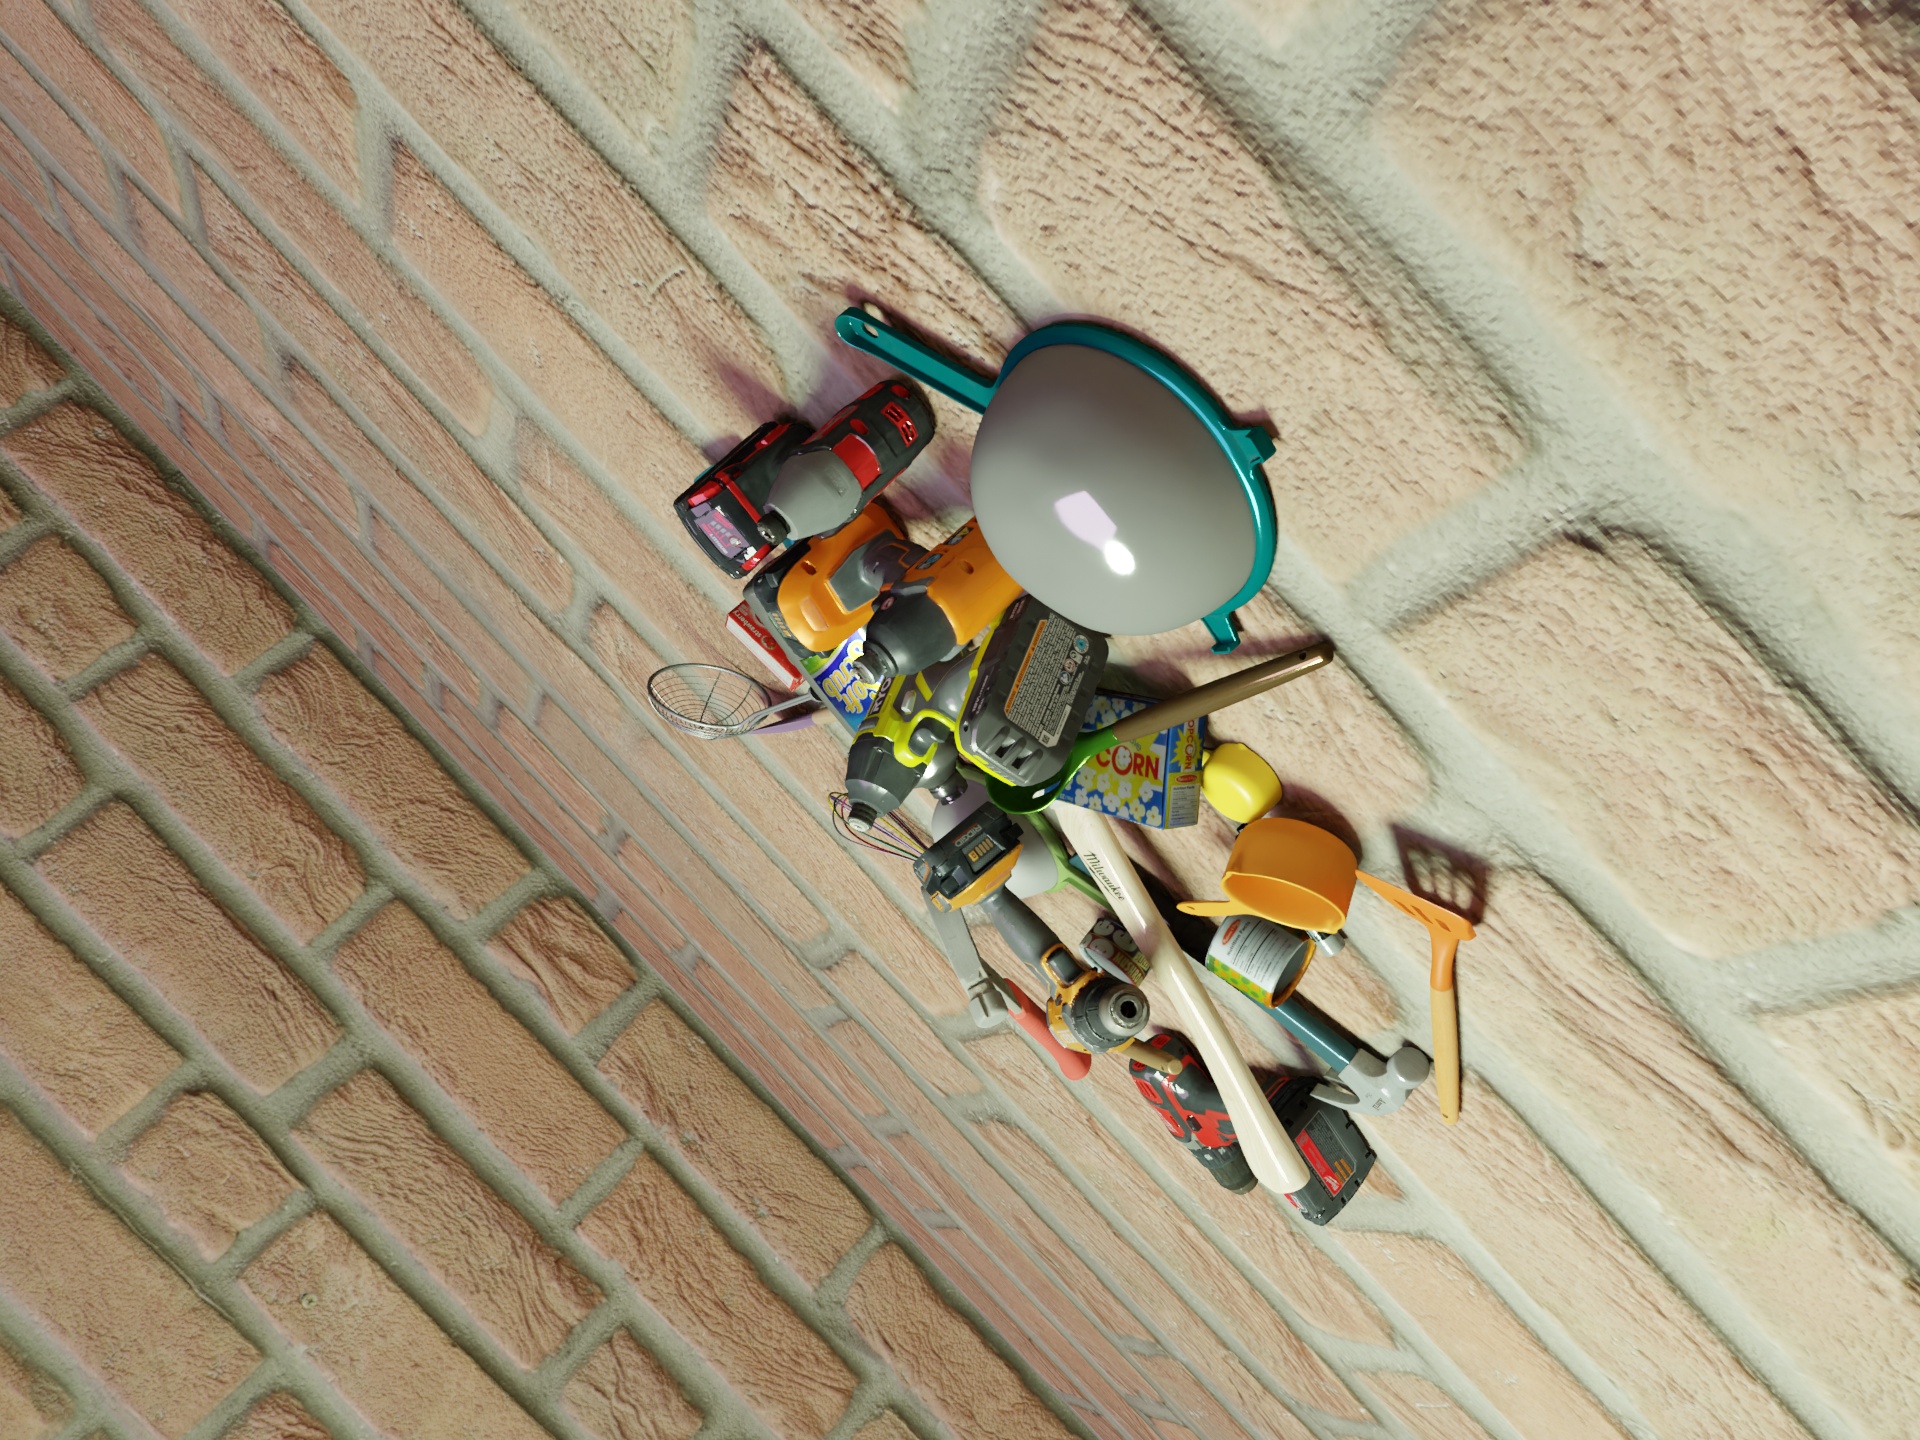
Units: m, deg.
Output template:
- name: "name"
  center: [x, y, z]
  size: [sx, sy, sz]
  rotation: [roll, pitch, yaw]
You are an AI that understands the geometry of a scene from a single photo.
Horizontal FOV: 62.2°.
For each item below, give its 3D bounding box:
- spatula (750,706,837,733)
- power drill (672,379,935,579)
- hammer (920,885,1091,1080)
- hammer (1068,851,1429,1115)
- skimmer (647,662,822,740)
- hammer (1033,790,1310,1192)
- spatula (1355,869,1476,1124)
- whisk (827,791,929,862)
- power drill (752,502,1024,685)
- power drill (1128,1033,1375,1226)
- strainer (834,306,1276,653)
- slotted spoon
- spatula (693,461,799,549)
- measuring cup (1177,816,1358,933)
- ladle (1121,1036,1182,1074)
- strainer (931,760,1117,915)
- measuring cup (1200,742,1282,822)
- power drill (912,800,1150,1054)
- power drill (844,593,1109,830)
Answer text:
- name: "spatula"
  center: [-0.128, -0.006, 1.536]
  size: [0.316, 0.059, 0.018]
  rotation: [-13, 86, 58]
- name: "power drill"
  center: [-0.119, -0.169, 1.147]
  size: [0.078, 0.143, 0.220]
  rotation: [51, 158, -18]
- name: "hammer"
  center: [0.058, 0.276, 1.563]
  size: [0.149, 0.036, 0.358]
  rotation: [66, -172, 33]
- name: "hammer"
  center: [0.224, 0.203, 1.299]
  size: [0.331, 0.033, 0.128]
  rotation: [38, 154, 18]
- name: "skimmer"
  center: [-0.174, -0.044, 1.519]
  size: [0.363, 0.127, 0.090]
  rotation: [-15, 85, 50]
- name: "hammer"
  center: [0.175, 0.199, 1.271]
  size: [0.146, 0.038, 0.410]
  rotation: [-22, 100, 57]
- name: "spatula"
  center: [0.333, 0.204, 1.115]
  size: [0.081, 0.041, 0.322]
  rotation: [25, 149, 37]
- name: "whisk"
  center: [-0.038, 0.138, 1.610]
  size: [0.245, 0.051, 0.047]
  rotation: [30, 117, 21]
- name: "power drill"
  center: [-0.057, -0.090, 1.142]
  size: [0.227, 0.164, 0.084]
  rotation: [11, 139, 55]
- name: "power drill"
  center: [0.268, 0.385, 1.459]
  size: [0.187, 0.080, 0.227]
  rotation: [55, 157, -19]
- name: "strainer"
  center: [0.028, -0.157, 0.981]
  size: [0.340, 0.095, 0.210]
  rotation: [34, 153, 23]
- name: "slotted spoon"
  center: [0.125, 0.003, 1.068]
  size: [0.031, 0.070, 0.314]
  rotation: [18, 153, -34]
- name: "spatula"
  center: [-0.127, -0.081, 1.370]
  size: [0.082, 0.044, 0.317]
  rotation: [-13, 105, 55]
- name: "measuring cup"
  center: [0.210, 0.110, 1.129]
  size: [0.095, 0.052, 0.173]
  rotation: [30, 160, -18]
- name: "ladle"
  center: [0.146, 0.280, 1.424]
  size: [0.320, 0.062, 0.078]
  rotation: [168, 84, -76]
- name: "strainer"
  center: [0.061, 0.141, 1.418]
  size: [0.257, 0.069, 0.151]
  rotation: [32, 152, 32]
- name: "measuring cup"
  center: [0.157, 0.031, 1.140]
  size: [0.157, 0.029, 0.062]
  rotation: [23, 147, 37]
- name: "power drill"
  center: [0.064, 0.177, 1.297]
  size: [0.226, 0.084, 0.185]
  rotation: [51, 166, 4]
- name: "power drill"
  center: [-0.002, -0.004, 1.172]
  size: [0.080, 0.171, 0.223]
  rotation: [34, 155, -23]
